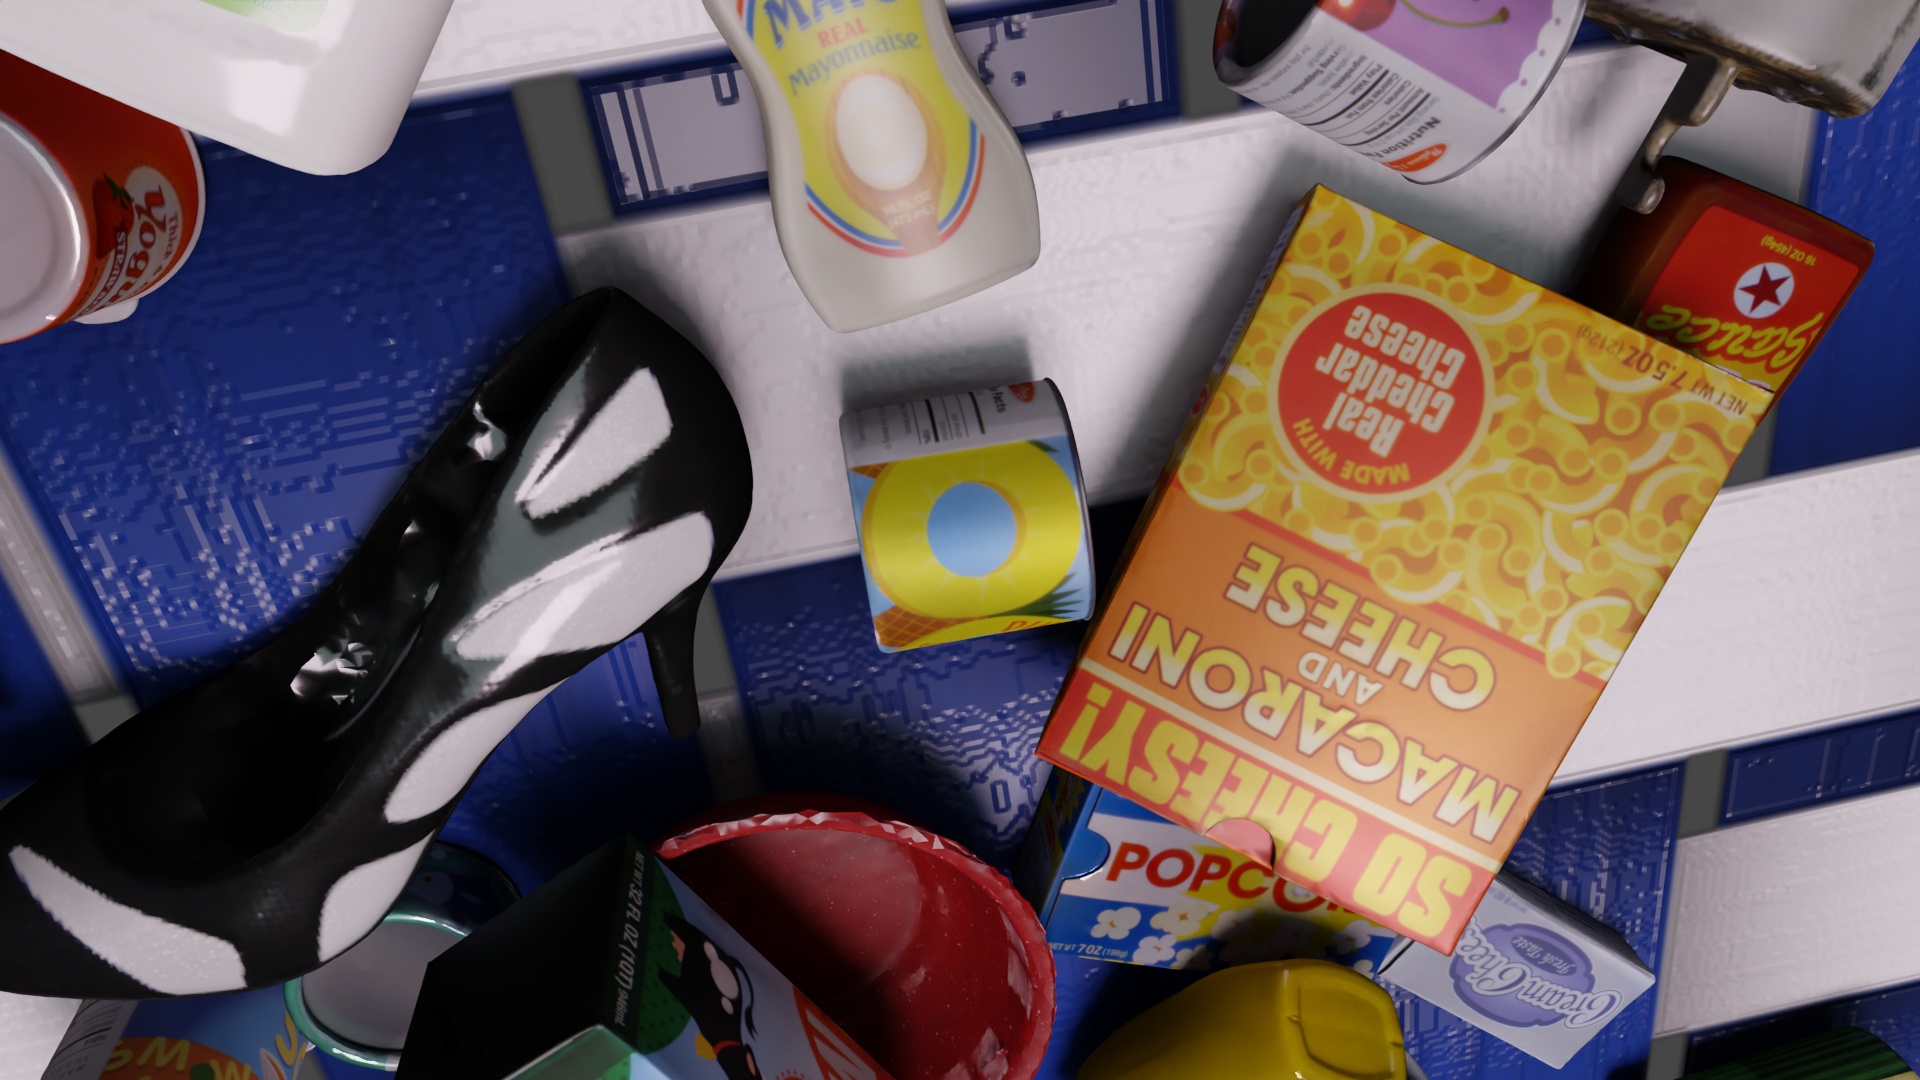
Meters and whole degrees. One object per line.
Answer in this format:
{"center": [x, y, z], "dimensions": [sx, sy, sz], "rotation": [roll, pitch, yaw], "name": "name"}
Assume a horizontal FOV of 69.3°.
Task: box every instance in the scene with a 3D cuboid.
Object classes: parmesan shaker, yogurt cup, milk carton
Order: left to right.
{"center": [-0.212, -0.077, 0.307], "dimensions": [0.072, 0.054, 0.072], "rotation": [-4, 116, -8], "name": "yogurt cup"}
{"center": [-0.061, 0.178, 0.388], "dimensions": [0.073, 0.072, 0.190], "rotation": [-34, 116, 9], "name": "milk carton"}
{"center": [0.322, 0.242, 0.550], "dimensions": [0.103, 0.071, 0.071], "rotation": [-17, 118, -1], "name": "parmesan shaker"}

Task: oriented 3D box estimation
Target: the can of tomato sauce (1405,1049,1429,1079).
{"center": [0.124, 0.220, 0.505], "dimensions": [0.071, 0.071, 0.082], "rotation": [22, 111, -19], "name": "can of tomato sauce"}

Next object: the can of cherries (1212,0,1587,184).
{"center": [0.102, -0.129, 0.328], "dimensions": [0.058, 0.072, 0.071], "rotation": [20, 112, -17], "name": "can of cherries"}

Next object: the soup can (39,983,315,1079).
{"center": [-0.230, 0.163, 0.408], "dimensions": [0.071, 0.084, 0.071], "rotation": [-4, 118, -8], "name": "soup can"}

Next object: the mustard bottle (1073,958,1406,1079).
{"center": [0.078, 0.189, 0.474], "dimensions": [0.065, 0.049, 0.159], "rotation": [20, 138, -22], "name": "mustard bottle"}

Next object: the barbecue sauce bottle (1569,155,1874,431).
{"center": [0.192, -0.031, 0.403], "dimensions": [0.065, 0.044, 0.148], "rotation": [19, 113, -12], "name": "barbecue sauce bottle"}

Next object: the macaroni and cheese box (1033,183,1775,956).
{"center": [0.110, 0.009, 0.370], "dimensions": [0.124, 0.040, 0.166], "rotation": [26, 100, 4], "name": "macaroni and cheese box"}

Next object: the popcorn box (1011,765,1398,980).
{"center": [0.090, 0.098, 0.455], "dimensions": [0.127, 0.038, 0.084], "rotation": [11, 115, -15], "name": "popcorn box"}

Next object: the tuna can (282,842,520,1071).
{"center": [-0.172, 0.127, 0.429], "dimensions": [0.071, 0.033, 0.070], "rotation": [-4, 118, -8], "name": "tuna can"}

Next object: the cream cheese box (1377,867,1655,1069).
{"center": [0.200, 0.152, 0.509], "dimensions": [0.104, 0.024, 0.053], "rotation": [31, 108, -22], "name": "cream cheese box"}

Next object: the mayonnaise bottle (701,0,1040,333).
{"center": [-0.030, -0.125, 0.320], "dimensions": [0.065, 0.041, 0.147], "rotation": [-19, 119, 3], "name": "mayonnaise bottle"}

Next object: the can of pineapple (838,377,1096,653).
{"center": [0.001, -0.005, 0.372], "dimensions": [0.058, 0.071, 0.070], "rotation": [-10, 118, -3], "name": "can of pineapple"}
